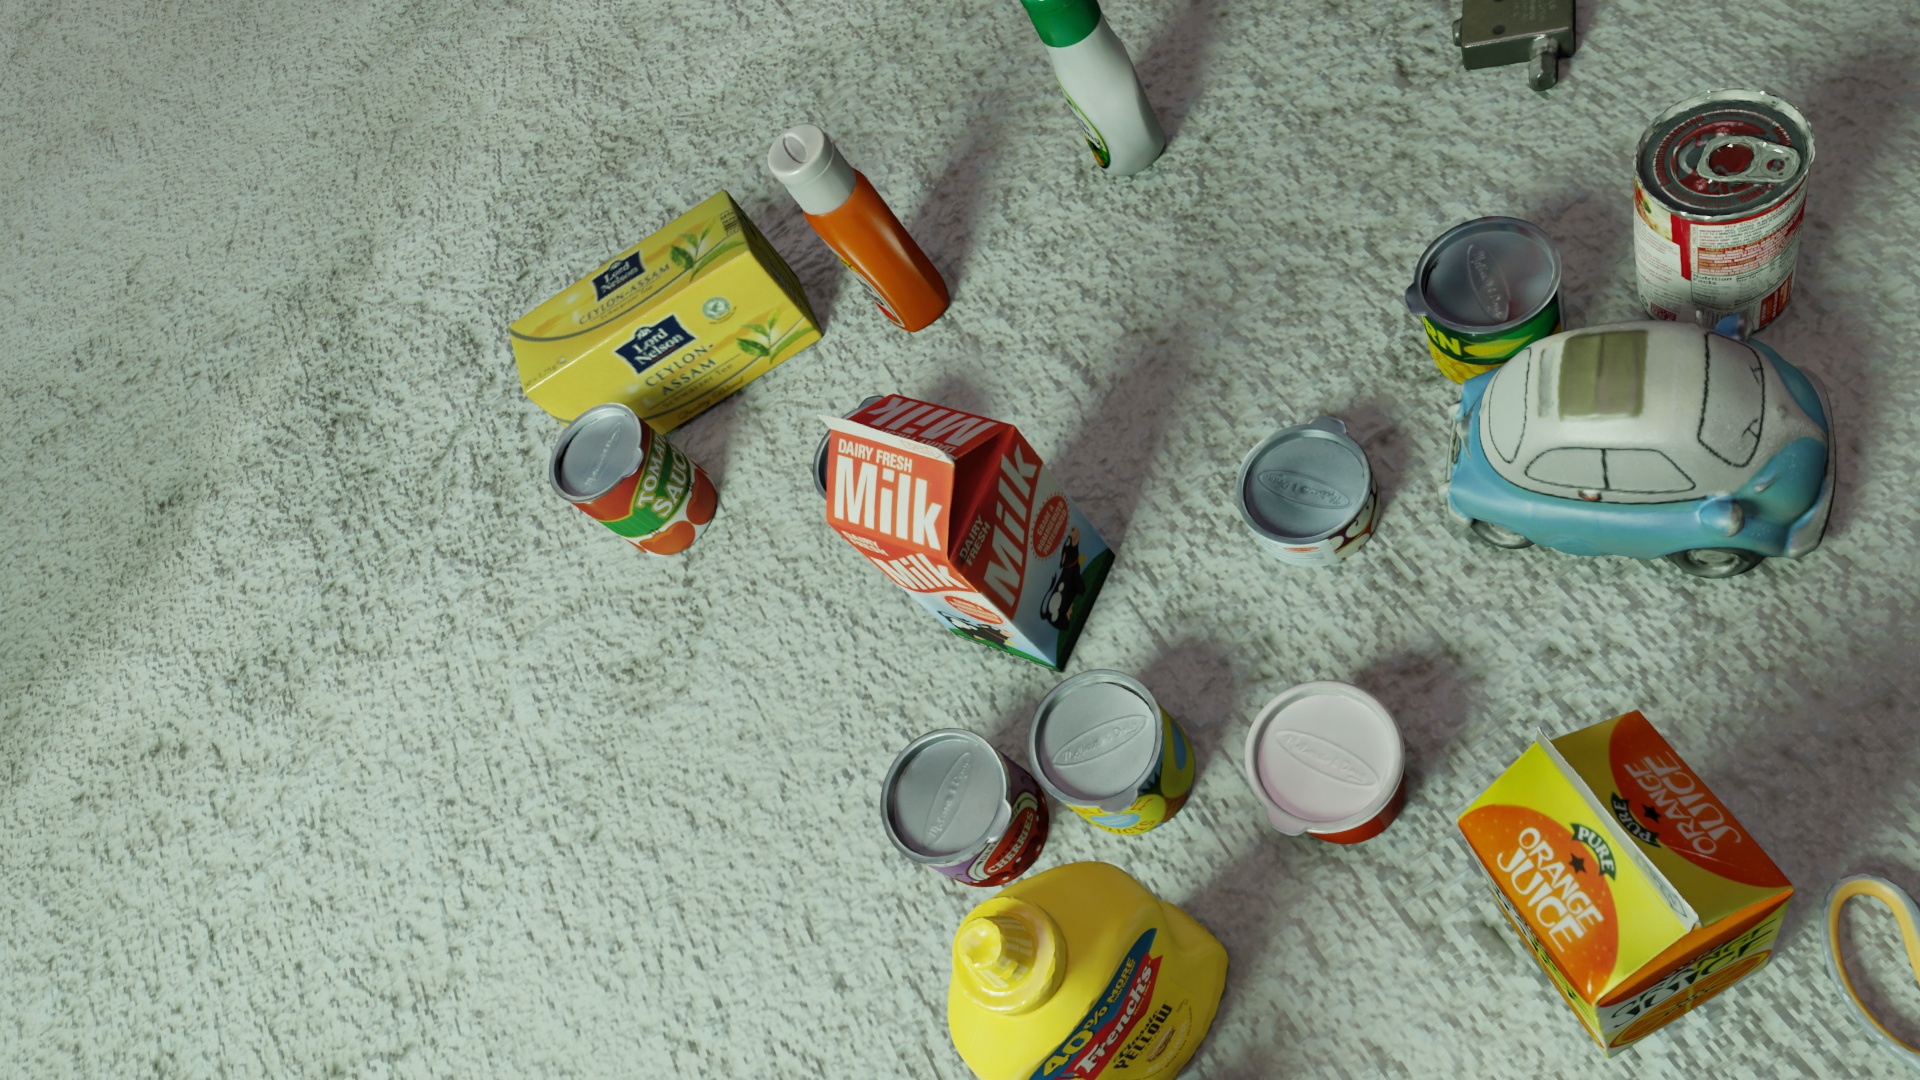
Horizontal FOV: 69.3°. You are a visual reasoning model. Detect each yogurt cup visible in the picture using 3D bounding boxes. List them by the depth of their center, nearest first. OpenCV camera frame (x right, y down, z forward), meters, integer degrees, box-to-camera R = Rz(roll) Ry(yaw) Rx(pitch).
[{"bbox_3d":[0.166,0.102,0.617,0.072,0.054,0.073,-12,60,21],"label":"yogurt cup"}]

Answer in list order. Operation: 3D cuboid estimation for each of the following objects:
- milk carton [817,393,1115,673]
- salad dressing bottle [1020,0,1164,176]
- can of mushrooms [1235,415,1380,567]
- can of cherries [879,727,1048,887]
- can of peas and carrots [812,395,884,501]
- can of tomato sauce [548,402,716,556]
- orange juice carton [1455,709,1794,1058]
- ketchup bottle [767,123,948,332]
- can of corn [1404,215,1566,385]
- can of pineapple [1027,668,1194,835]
[{"bbox_3d":[0.002,-0.008,0.672,0.072,0.190,0.073,17,74,32],"label":"milk carton"},{"bbox_3d":[0.075,-0.272,0.800,0.044,0.147,0.064,-29,56,11],"label":"salad dressing bottle"},{"bbox_3d":[0.174,-0.024,0.690,0.071,0.033,0.071,-11,60,21],"label":"can of mushrooms"},{"bbox_3d":[0.005,0.133,0.678,0.071,0.058,0.072,-12,60,21],"label":"can of cherries"},{"bbox_3d":[-0.041,-0.038,0.790,0.071,0.058,0.071,-12,60,21],"label":"can of peas and carrots"},{"bbox_3d":[-0.197,-0.035,0.852,0.071,0.083,0.071,-12,61,21],"label":"can of tomato sauce"},{"bbox_3d":[0.232,0.121,0.488,0.073,0.192,0.072,-34,55,7],"label":"orange juice carton"},{"bbox_3d":[-0.060,-0.185,0.821,0.043,0.148,0.065,-39,54,4],"label":"ketchup bottle"},{"bbox_3d":[0.258,-0.114,0.680,0.071,0.058,0.071,-12,60,21],"label":"can of corn"},{"bbox_3d":[0.073,0.103,0.660,0.071,0.057,0.071,-12,60,21],"label":"can of pineapple"}]
